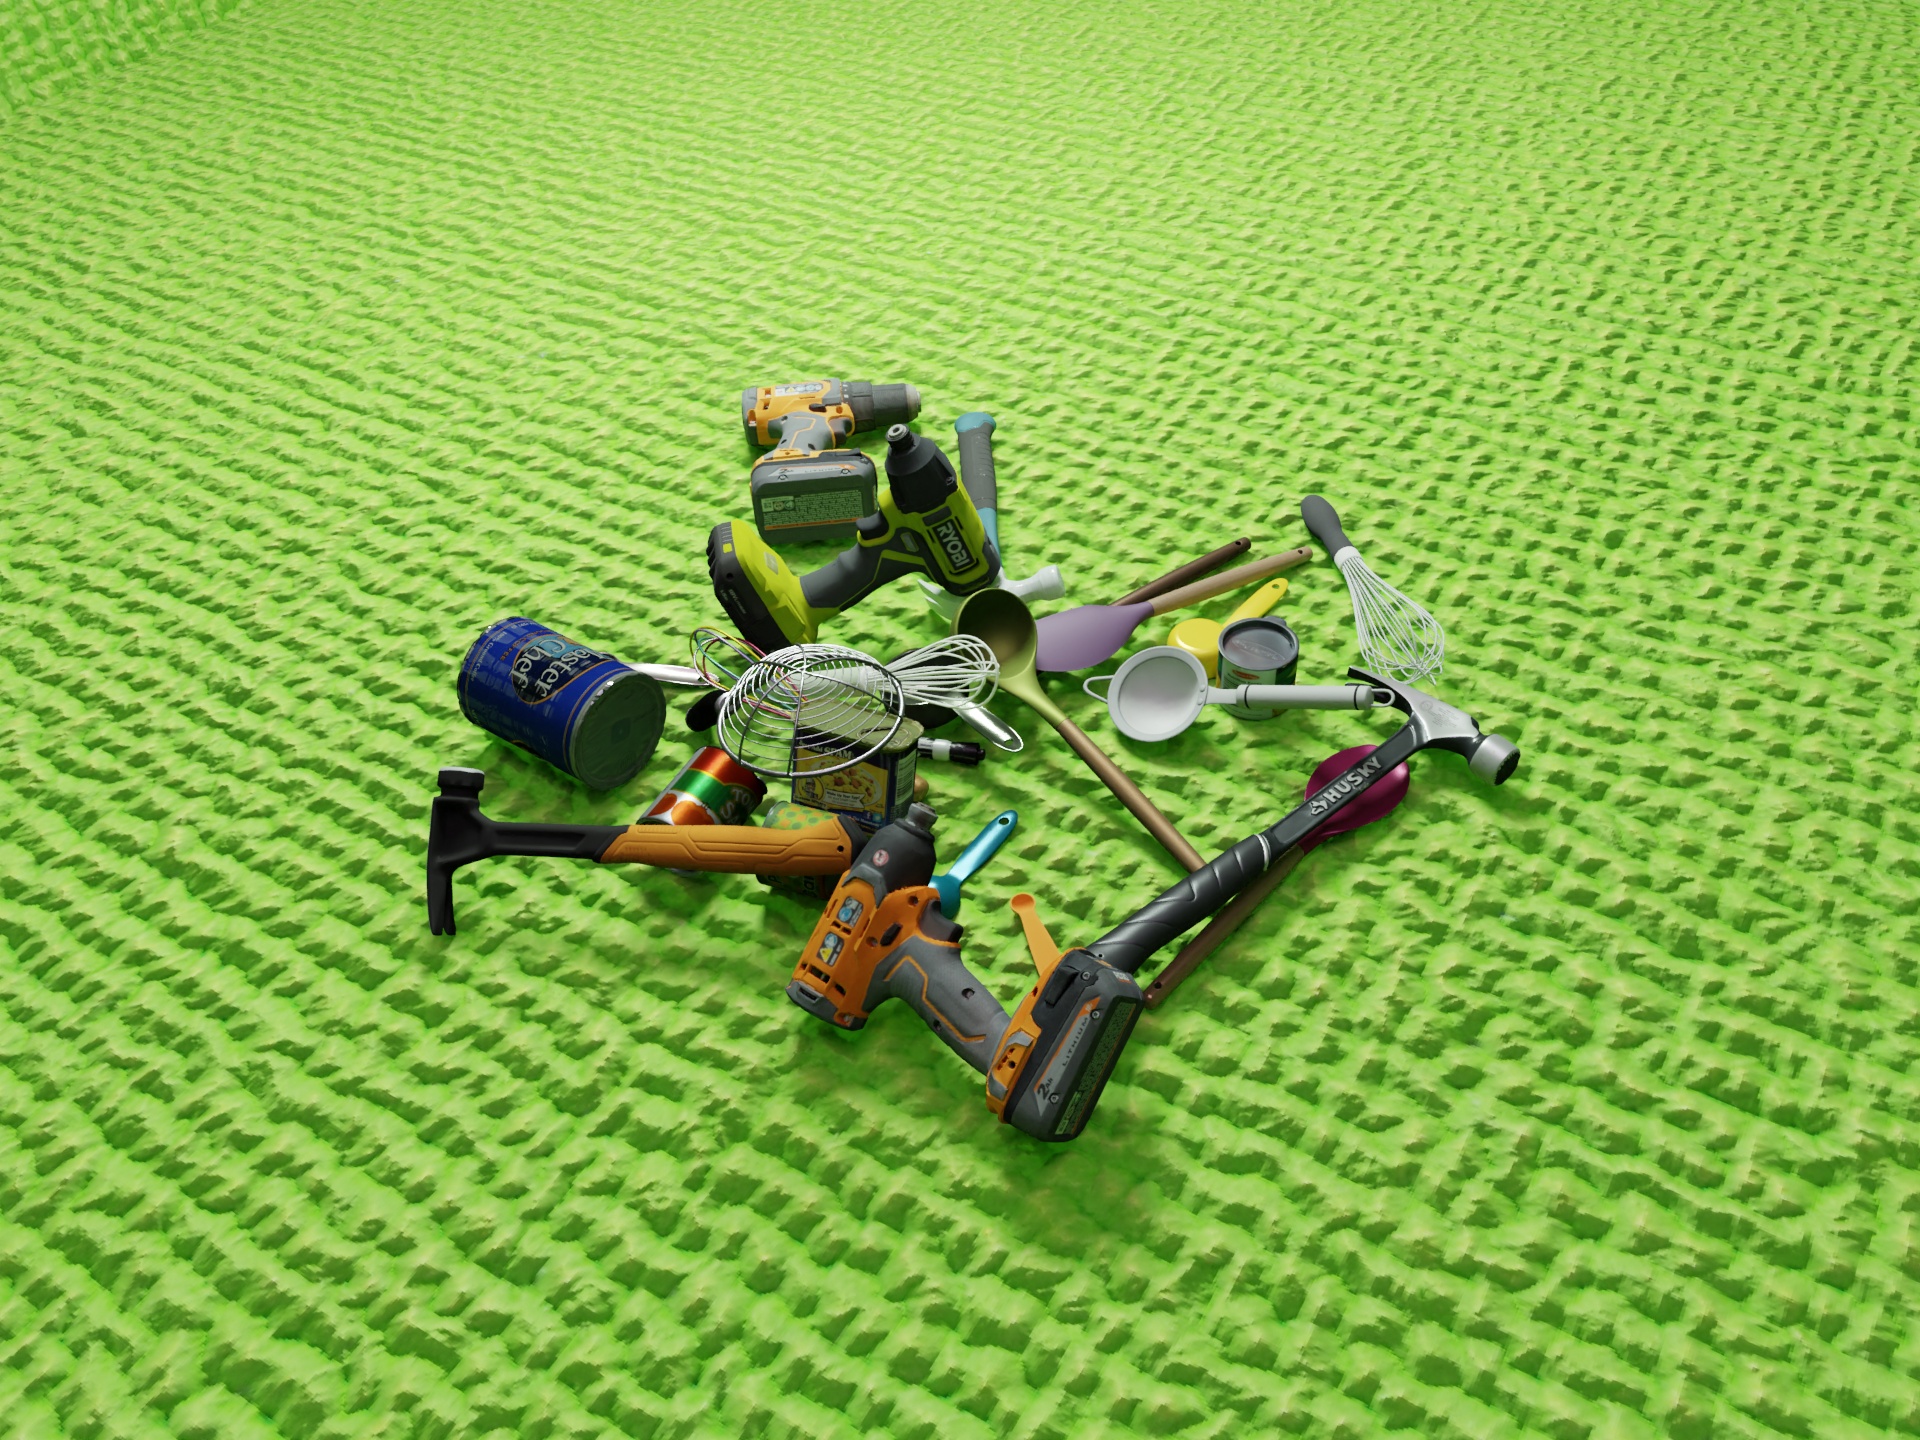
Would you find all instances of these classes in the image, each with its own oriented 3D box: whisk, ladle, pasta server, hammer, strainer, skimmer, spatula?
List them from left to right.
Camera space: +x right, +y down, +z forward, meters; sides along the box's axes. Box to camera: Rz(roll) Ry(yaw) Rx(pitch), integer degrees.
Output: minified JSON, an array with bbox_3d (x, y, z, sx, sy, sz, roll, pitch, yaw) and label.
[{"bbox_3d":[-0.233,0.100,1.171,0.337,0.034,0.127,0,81,11],"label":"hammer"},{"bbox_3d":[-0.147,0.007,1.186,0.127,0.090,0.363,-28,4,-21],"label":"skimmer"},{"bbox_3d":[-0.128,-0.004,1.306,0.245,0.047,0.051,34,9,15],"label":"whisk"},{"bbox_3d":[-0.068,-0.032,1.297,0.246,0.059,0.057,-4,5,38],"label":"whisk"},{"bbox_3d":[0.022,-0.201,1.512,0.128,0.033,0.331,-17,39,10],"label":"hammer"},{"bbox_3d":[0.100,0.014,1.249,0.078,0.062,0.320,-26,58,-27],"label":"ladle"},{"bbox_3d":[0.140,-0.102,1.410,0.316,0.040,0.060,-28,63,-24],"label":"pasta server"},{"bbox_3d":[0.188,-0.103,1.399,0.316,0.018,0.060,-21,64,-25],"label":"spatula"},{"bbox_3d":[0.221,-0.017,1.272,0.258,0.050,0.087,1,67,35],"label":"strainer"},{"bbox_3d":[0.232,0.084,1.182,0.409,0.036,0.149,-31,52,-27],"label":"hammer"},{"bbox_3d":[0.354,-0.124,1.403,0.070,0.070,0.285,-10,40,-5],"label":"whisk"}]

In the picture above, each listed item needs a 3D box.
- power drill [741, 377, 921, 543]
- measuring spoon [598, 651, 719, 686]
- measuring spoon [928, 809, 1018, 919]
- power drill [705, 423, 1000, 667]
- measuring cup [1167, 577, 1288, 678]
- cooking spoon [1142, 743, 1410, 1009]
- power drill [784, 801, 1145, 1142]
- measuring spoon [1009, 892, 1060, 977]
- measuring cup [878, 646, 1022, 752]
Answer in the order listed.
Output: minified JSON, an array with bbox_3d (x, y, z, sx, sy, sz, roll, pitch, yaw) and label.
[{"bbox_3d":[-0.125,-0.271,1.584,0.185,0.084,0.226,-6,39,-3],"label":"power drill"},{"bbox_3d":[-0.273,-0.038,1.401,0.124,0.018,0.034,7,44,3],"label":"measuring spoon"},{"bbox_3d":[0.004,0.105,1.217,0.042,0.021,0.129,25,52,27],"label":"measuring spoon"},{"bbox_3d":[-0.096,-0.149,1.356,0.223,0.171,0.080,-24,43,7],"label":"power drill"},{"bbox_3d":[0.239,-0.091,1.394,0.062,0.029,0.156,31,56,32],"label":"measuring cup"},{"bbox_3d":[0.237,0.112,1.191,0.069,0.017,0.319,33,55,28],"label":"cooking spoon"},{"bbox_3d":[0.005,0.164,1.070,0.227,0.084,0.164,26,89,28],"label":"power drill"},{"bbox_3d":[0.062,0.172,1.153,0.021,0.011,0.117,-15,48,-11],"label":"measuring spoon"},{"bbox_3d":[-0.002,-0.004,1.311,0.083,0.038,0.168,-33,46,-22],"label":"measuring cup"}]
